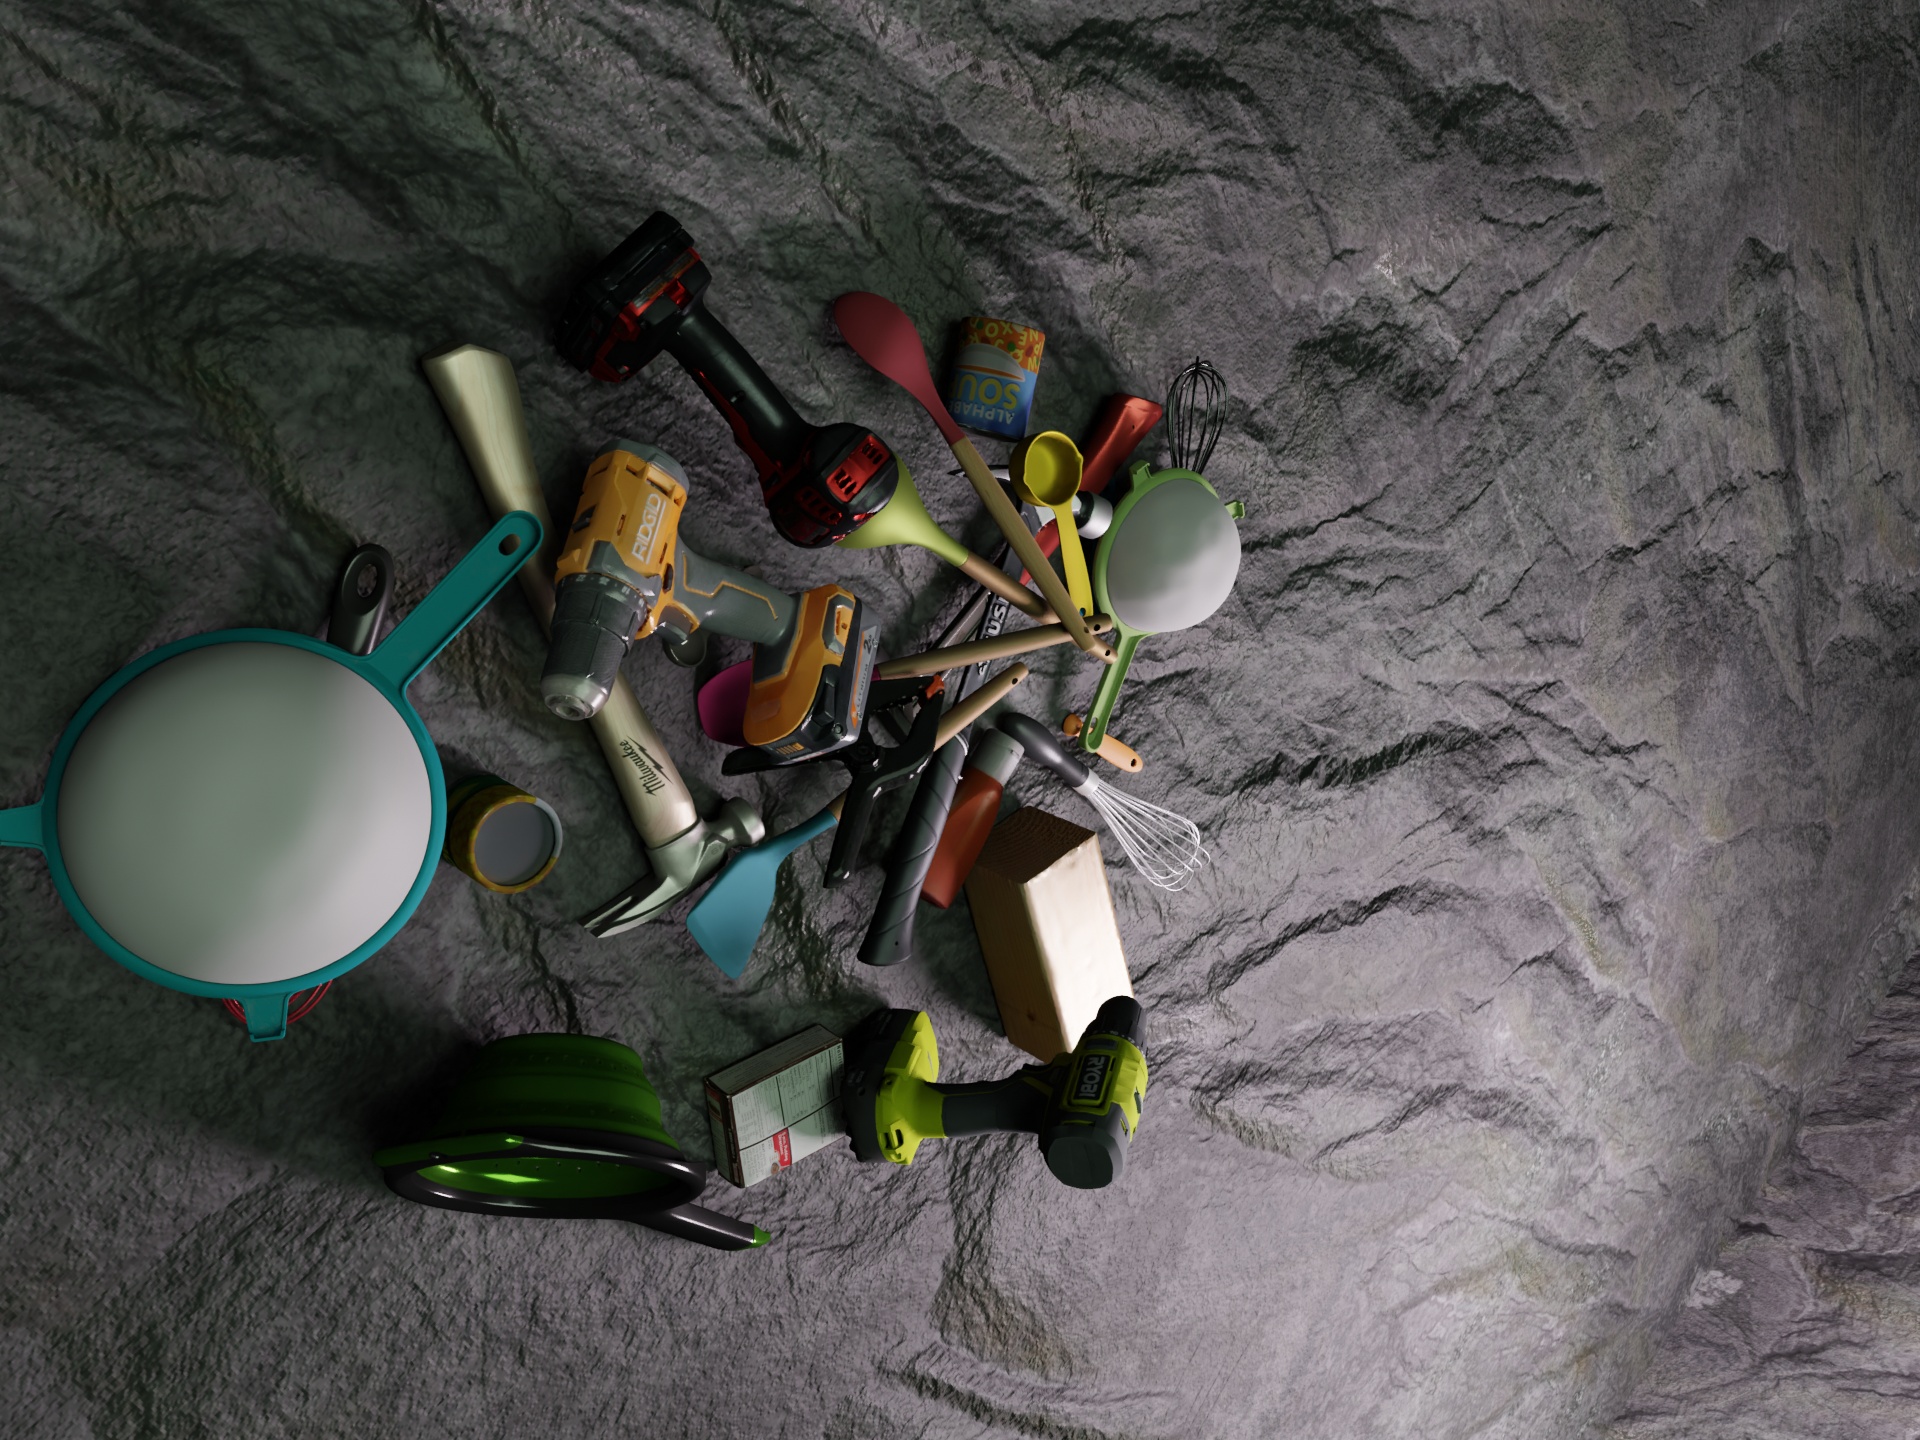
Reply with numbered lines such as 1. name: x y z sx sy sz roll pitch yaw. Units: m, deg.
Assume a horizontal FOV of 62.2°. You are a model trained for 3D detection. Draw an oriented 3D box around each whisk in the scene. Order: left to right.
1. whisk: -0.383 0.038 0.950 0.073 0.073 0.296 15 87 -43
2. whisk: 0.129 0.068 1.410 0.284 0.070 0.070 38 77 -36
3. whisk: 0.195 -0.199 1.397 0.055 0.055 0.239 -8 113 -40

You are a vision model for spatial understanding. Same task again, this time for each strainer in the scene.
1. strainer: -0.349 0.002 0.887 0.211 0.095 0.340 43 74 -14
2. strainer: 0.169 -0.084 1.352 0.151 0.069 0.256 13 101 -44

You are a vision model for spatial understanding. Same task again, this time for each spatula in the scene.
1. spatula: -0.069 0.060 1.172 0.317 0.044 0.082 -38 134 -10

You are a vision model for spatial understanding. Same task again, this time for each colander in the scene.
1. colander: -0.239 0.301 1.125 0.396 0.204 0.095 49 34 -55

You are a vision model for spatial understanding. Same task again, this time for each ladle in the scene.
1. ladle: 0.010 -0.112 1.177 0.319 0.062 0.078 29 87 -42
2. ladle: 0.011 -0.181 1.162 0.315 0.031 0.069 56 42 -11

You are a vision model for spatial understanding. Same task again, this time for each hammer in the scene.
1. hammer: -0.259 -0.047 1.046 0.146 0.038 0.410 -35 123 -27
2. hammer: -0.002 -0.004 1.235 0.149 0.036 0.409 19 89 -39
3. hammer: 0.055 -0.126 1.298 0.359 0.037 0.149 -52 130 -17

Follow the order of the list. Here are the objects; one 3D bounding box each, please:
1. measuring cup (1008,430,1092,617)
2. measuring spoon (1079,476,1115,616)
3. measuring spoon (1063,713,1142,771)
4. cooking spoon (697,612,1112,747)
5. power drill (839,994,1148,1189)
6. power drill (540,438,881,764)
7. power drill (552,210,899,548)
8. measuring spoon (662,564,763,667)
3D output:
1. measuring cup: 0.073 -0.143 1.214 0.062 0.029 0.156 -26 111 -34
2. measuring spoon: 0.112 -0.148 1.359 0.042 0.021 0.128 13 85 -46
3. measuring spoon: 0.131 0.023 1.424 0.116 0.011 0.021 30 82 -42
4. cooking spoon: -0.037 -0.040 1.179 0.319 0.017 0.068 -13 110 -12
5. power drill: 0.036 0.284 1.267 0.191 0.228 0.080 -61 144 -59
6. power drill: -0.164 -0.050 1.026 0.226 0.084 0.185 34 53 -37
7. power drill: -0.144 -0.197 1.000 0.219 0.143 0.078 44 69 -11
8. measuring spoon: -0.172 -0.075 1.106 0.034 0.018 0.124 61 36 -20
